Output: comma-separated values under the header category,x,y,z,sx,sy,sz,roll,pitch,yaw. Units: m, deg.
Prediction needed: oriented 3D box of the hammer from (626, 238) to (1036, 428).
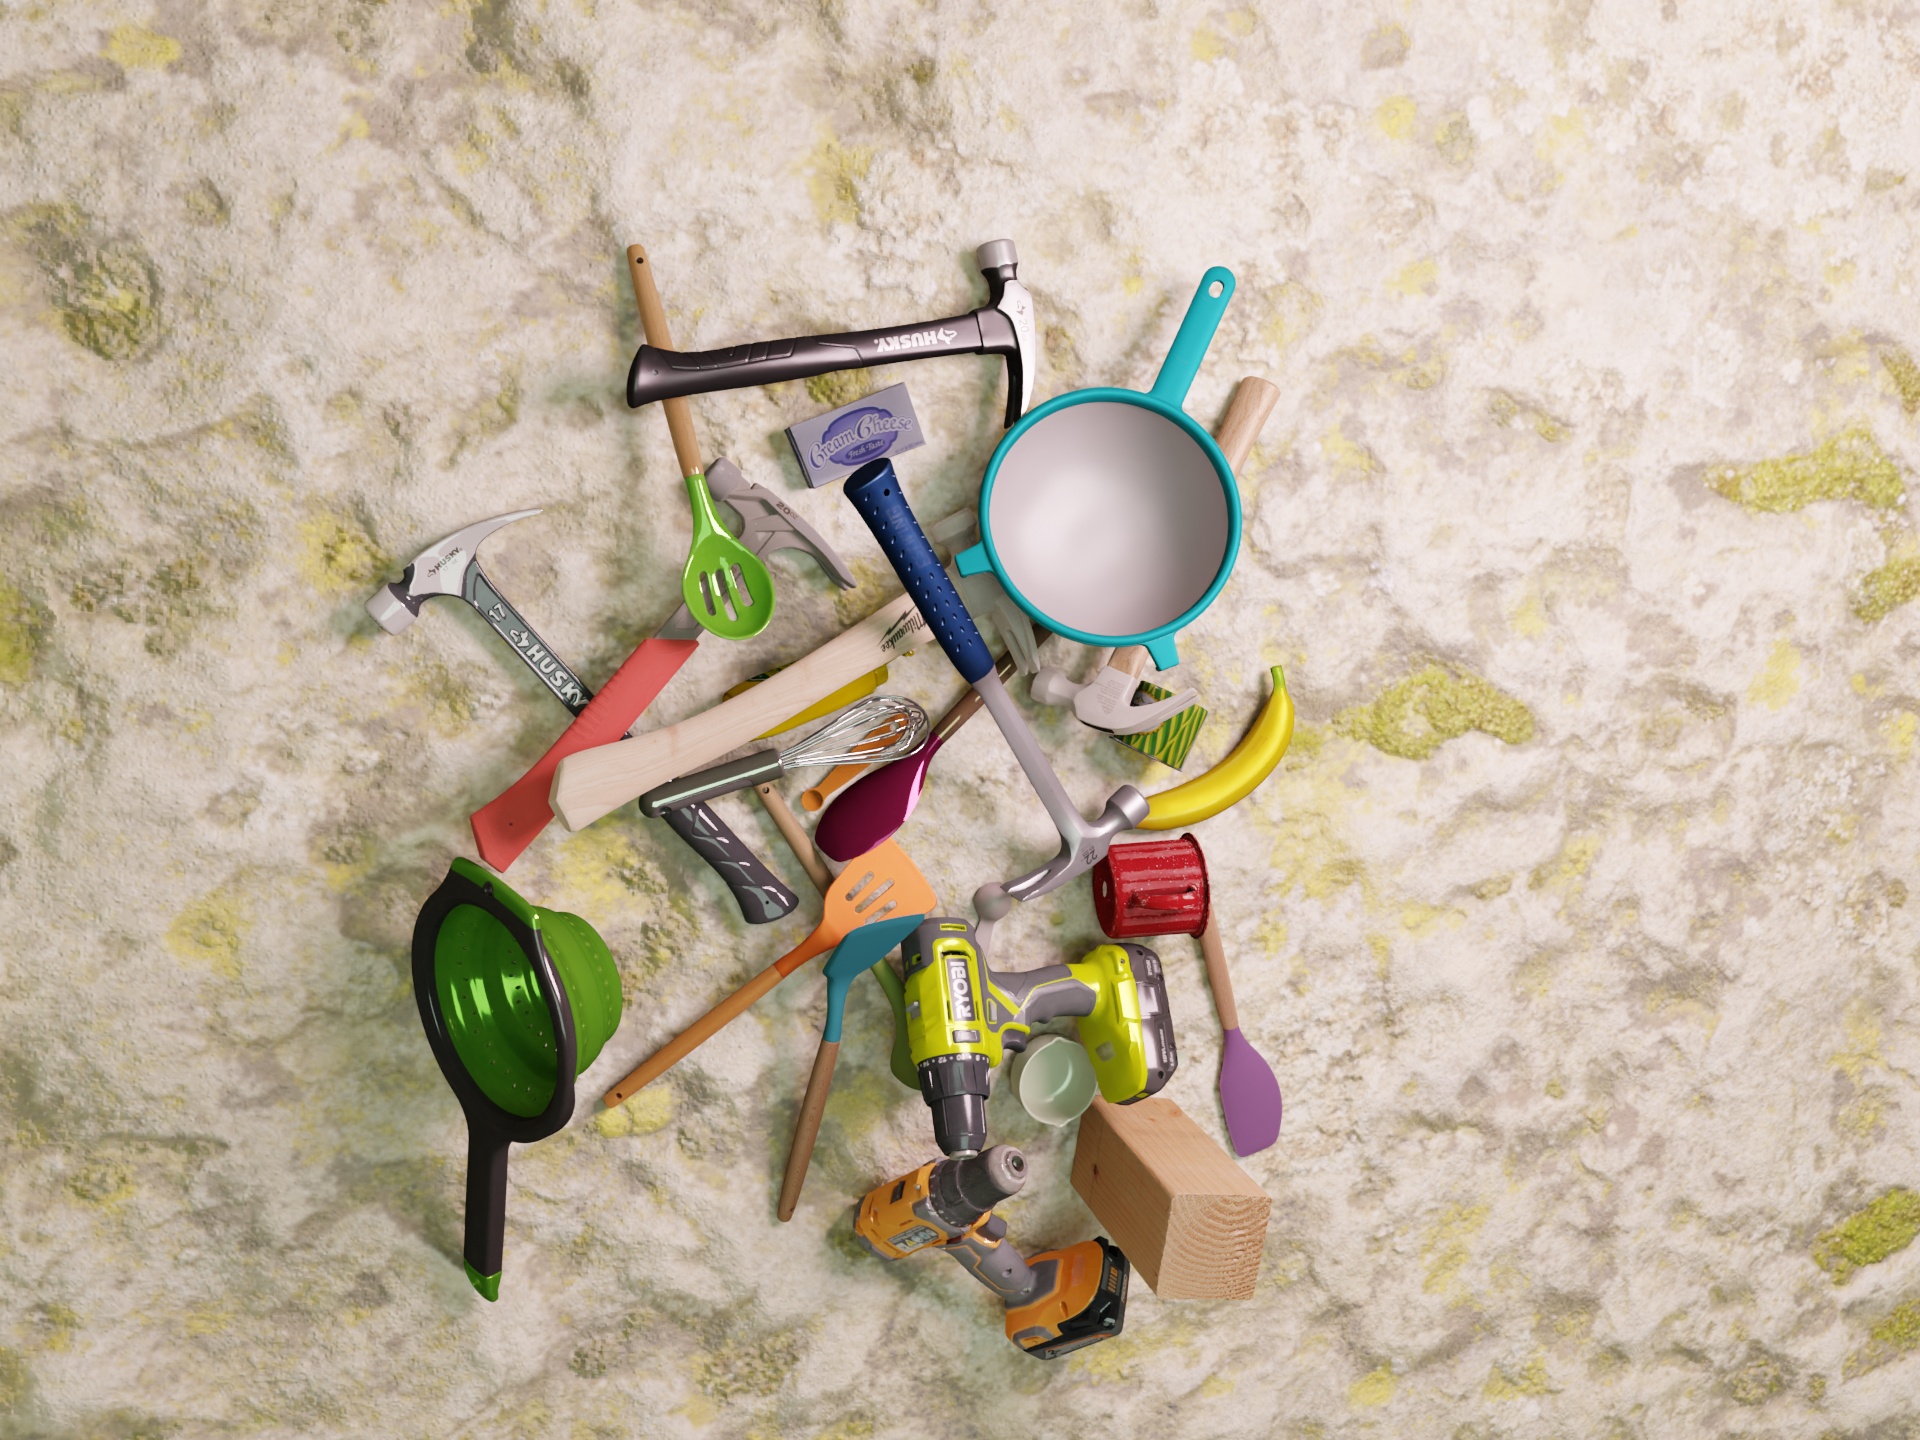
category,x,y,z,sx,sy,sz,roll,pitch,yaw
hammer,-0.094,-0.279,1.231,0.334,0.035,0.146,-14,95,-21

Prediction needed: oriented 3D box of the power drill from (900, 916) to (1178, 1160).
category,x,y,z,sx,sy,sz,roll,pitch,yaw
power drill,0.062,0.265,1.326,0.228,0.080,0.191,6,62,-27

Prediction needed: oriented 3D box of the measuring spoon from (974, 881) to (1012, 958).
category,x,y,z,sx,sy,sz,roll,pitch,yaw
measuring spoon,0.018,0.201,1.383,0.034,0.018,0.124,14,96,-18

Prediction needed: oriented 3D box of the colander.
category,x,y,z,sx,sy,sz,roll,pitch,yaw
colander,-0.340,0.286,1.258,0.094,0.205,0.397,-18,125,-47

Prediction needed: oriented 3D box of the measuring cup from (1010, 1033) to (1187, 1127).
category,x,y,z,sx,sy,sz,roll,pitch,yaw
measuring cup,0.122,0.311,1.425,0.167,0.038,0.083,-6,98,-22

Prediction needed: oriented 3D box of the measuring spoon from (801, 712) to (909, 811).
category,x,y,z,sx,sy,sz,roll,pitch,yaw
measuring spoon,-0.088,0.034,1.331,0.117,0.011,0.021,-42,105,-9

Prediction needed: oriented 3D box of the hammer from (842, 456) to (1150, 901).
category,x,y,z,sx,sy,sz,roll,pitch,yaw
hammer,0.017,-0.026,1.251,0.144,0.035,0.405,-40,122,-15

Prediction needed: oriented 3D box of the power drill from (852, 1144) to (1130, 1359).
category,x,y,z,sx,sy,sz,roll,pitch,yaw
power drill,0.046,0.447,1.362,0.226,0.084,0.185,38,128,-19

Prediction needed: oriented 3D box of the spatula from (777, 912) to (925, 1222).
category,x,y,z,sx,sy,sz,roll,pitch,yaw
spatula,-0.108,0.292,1.320,0.082,0.044,0.317,-5,118,-45

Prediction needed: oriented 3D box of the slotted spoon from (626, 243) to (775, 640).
category,x,y,z,sx,sy,sz,roll,pitch,yaw
slotted spoon,-0.208,-0.211,1.214,0.070,0.031,0.314,-15,89,-20

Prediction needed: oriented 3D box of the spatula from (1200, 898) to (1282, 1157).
category,x,y,z,sx,sy,sz,roll,pitch,yaw
spatula,0.244,0.256,1.457,0.060,0.018,0.315,-19,105,-14

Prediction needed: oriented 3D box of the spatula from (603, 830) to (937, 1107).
category,x,y,z,sx,sy,sz,roll,pitch,yaw
spatula,-0.166,0.218,1.309,0.322,0.041,0.081,-38,96,7

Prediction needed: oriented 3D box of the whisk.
category,x,y,z,sx,sy,sz,roll,pitch,yaw
whisk,-0.139,0.032,1.276,0.246,0.057,0.059,-18,67,-17

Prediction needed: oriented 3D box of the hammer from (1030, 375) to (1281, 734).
category,x,y,z,sx,sy,sz,roll,pitch,yaw
hammer,0.188,-0.140,1.344,0.130,0.031,0.331,25,84,22

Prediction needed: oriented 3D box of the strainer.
category,x,y,z,sx,sy,sz,roll,pitch,yaw
strainer,0.142,-0.213,1.306,0.211,0.095,0.340,25,79,-1

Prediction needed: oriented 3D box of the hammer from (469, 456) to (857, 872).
category,x,y,z,sx,sy,sz,roll,pitch,yaw
hammer,-0.239,-0.027,1.225,0.149,0.037,0.359,42,73,-17

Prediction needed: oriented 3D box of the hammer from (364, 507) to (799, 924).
category,x,y,z,sx,sy,sz,roll,pitch,yaw
hammer,-0.270,0.011,1.263,0.149,0.036,0.408,-42,108,-6

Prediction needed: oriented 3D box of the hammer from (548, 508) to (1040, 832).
category,x,y,z,sx,sy,sz,roll,pitch,yaw
hammer,-0.122,-0.017,1.225,0.410,0.038,0.146,-30,96,-25

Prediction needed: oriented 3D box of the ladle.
category,x,y,z,sx,sy,sz,roll,pitch,yaw
ladle,-0.089,0.179,1.344,0.078,0.062,0.320,-34,100,-13

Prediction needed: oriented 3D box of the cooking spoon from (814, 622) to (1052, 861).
category,x,y,z,sx,sy,sz,roll,pitch,yaw
cooking spoon,-0.002,-0.004,1.329,0.319,0.069,0.017,-45,142,-10
